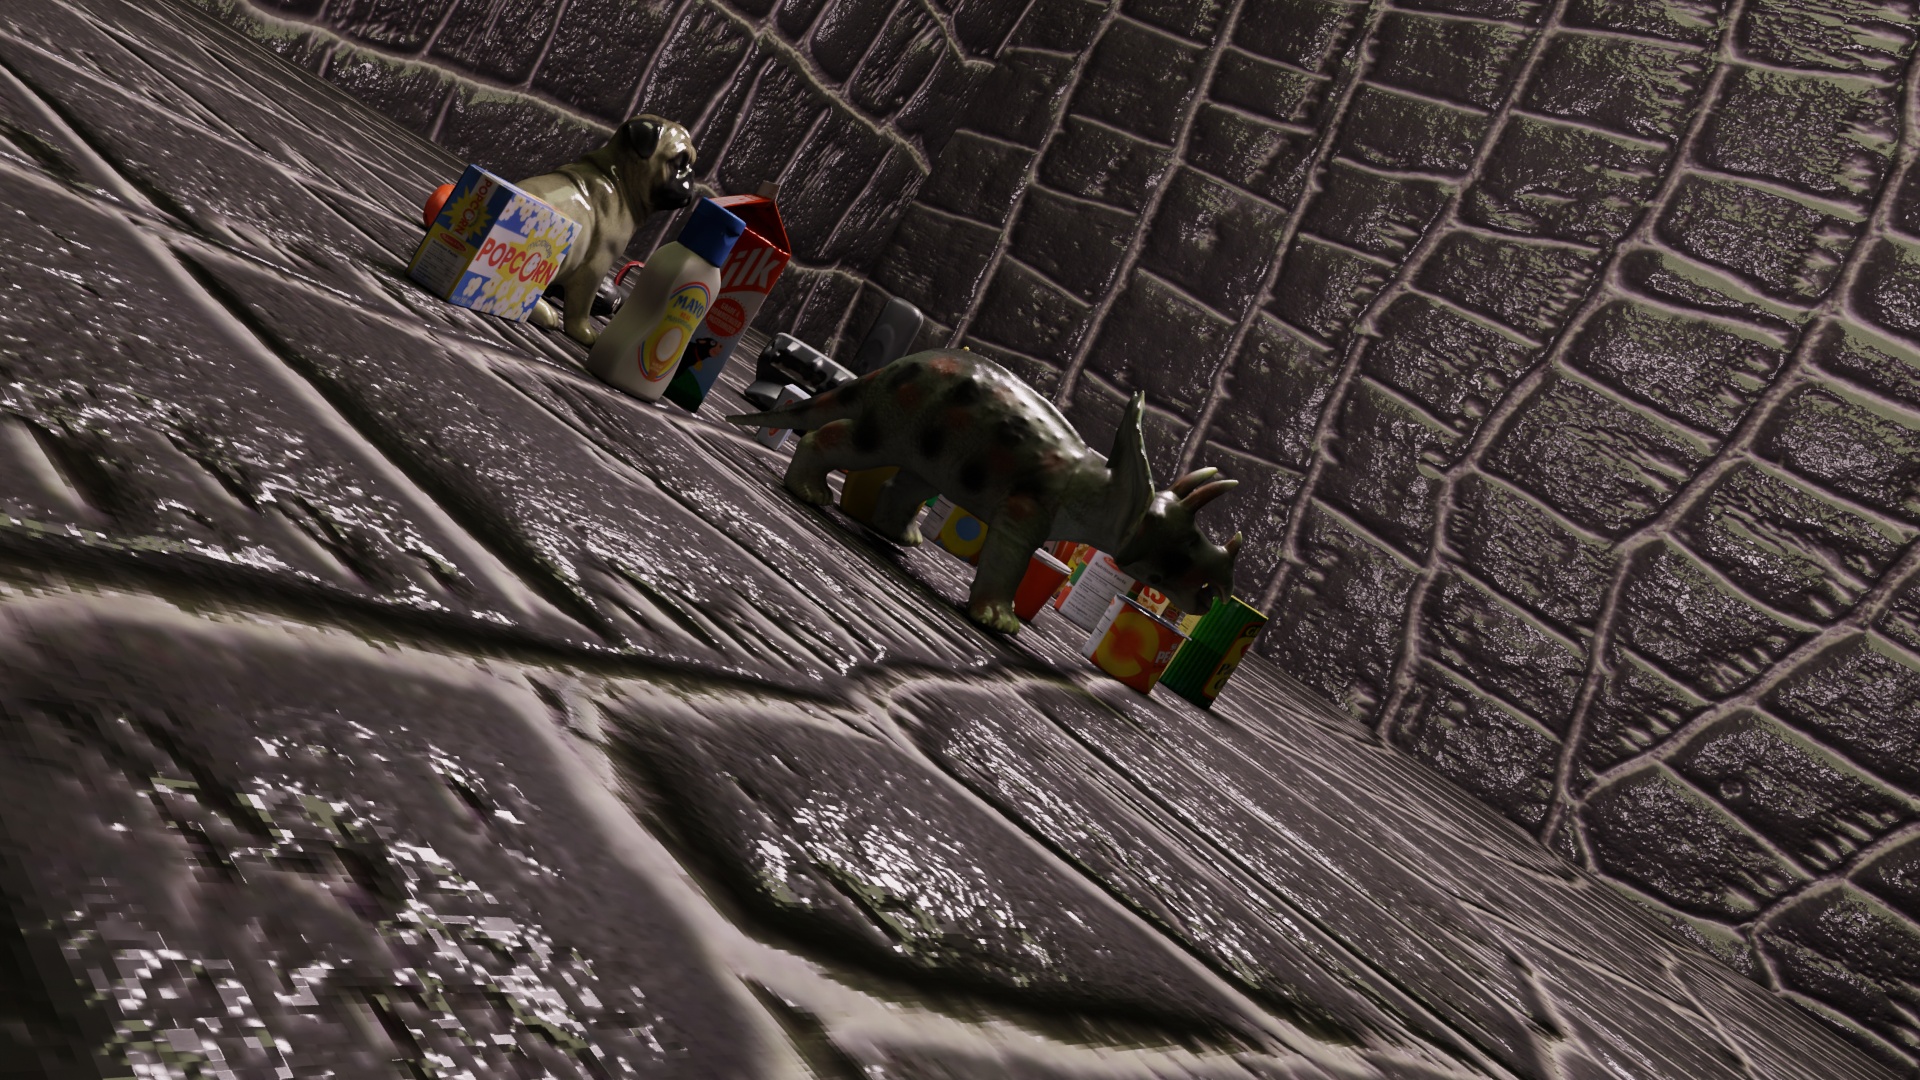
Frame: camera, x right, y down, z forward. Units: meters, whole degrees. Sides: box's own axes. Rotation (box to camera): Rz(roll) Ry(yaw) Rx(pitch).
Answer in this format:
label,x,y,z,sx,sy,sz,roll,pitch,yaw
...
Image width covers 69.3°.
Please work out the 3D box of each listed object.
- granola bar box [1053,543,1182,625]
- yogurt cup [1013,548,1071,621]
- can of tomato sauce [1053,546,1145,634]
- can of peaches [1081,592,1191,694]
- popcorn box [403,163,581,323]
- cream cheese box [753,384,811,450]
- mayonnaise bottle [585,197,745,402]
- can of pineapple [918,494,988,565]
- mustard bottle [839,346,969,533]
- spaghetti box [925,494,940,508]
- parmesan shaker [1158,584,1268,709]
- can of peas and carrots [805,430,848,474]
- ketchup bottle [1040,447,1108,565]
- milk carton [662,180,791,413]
label,x,y,z,sx,sy,sz,roll,pitch,yaw
granola bar box,0.163,0.029,1.435,0.166,0.124,0.039,36,5,38
yogurt cup,0.048,0.029,1.126,0.072,0.054,0.072,32,4,-3
can of tomato sauce,0.139,0.047,1.352,0.071,0.083,0.071,32,4,-3
can of peaches,0.142,0.085,1.130,0.071,0.058,0.071,32,4,-3
popcorn box,-0.316,-0.200,0.948,0.038,0.085,0.127,32,5,3
cream cheese box,-0.158,-0.111,1.241,0.024,0.053,0.104,32,5,-7
mayonnaise bottle,-0.207,-0.173,0.994,0.041,0.148,0.065,34,5,27
can of pineapple,0.005,-0.016,1.287,0.071,0.058,0.071,32,4,-3
mustard bottle,-0.034,-0.082,1.094,0.065,0.160,0.049,31,4,-12
spaghetti box,-0.023,-0.060,1.609,0.250,0.050,0.029,32,4,3
parmesan shaker,0.232,0.098,1.298,0.071,0.103,0.071,32,4,-3
can of peas and carrots,-0.118,-0.104,1.393,0.071,0.058,0.071,32,4,-3
ketchup bottle,0.087,-0.018,1.283,0.065,0.148,0.043,34,4,24
milk carton,-0.201,-0.207,1.122,0.073,0.190,0.072,30,5,-26
